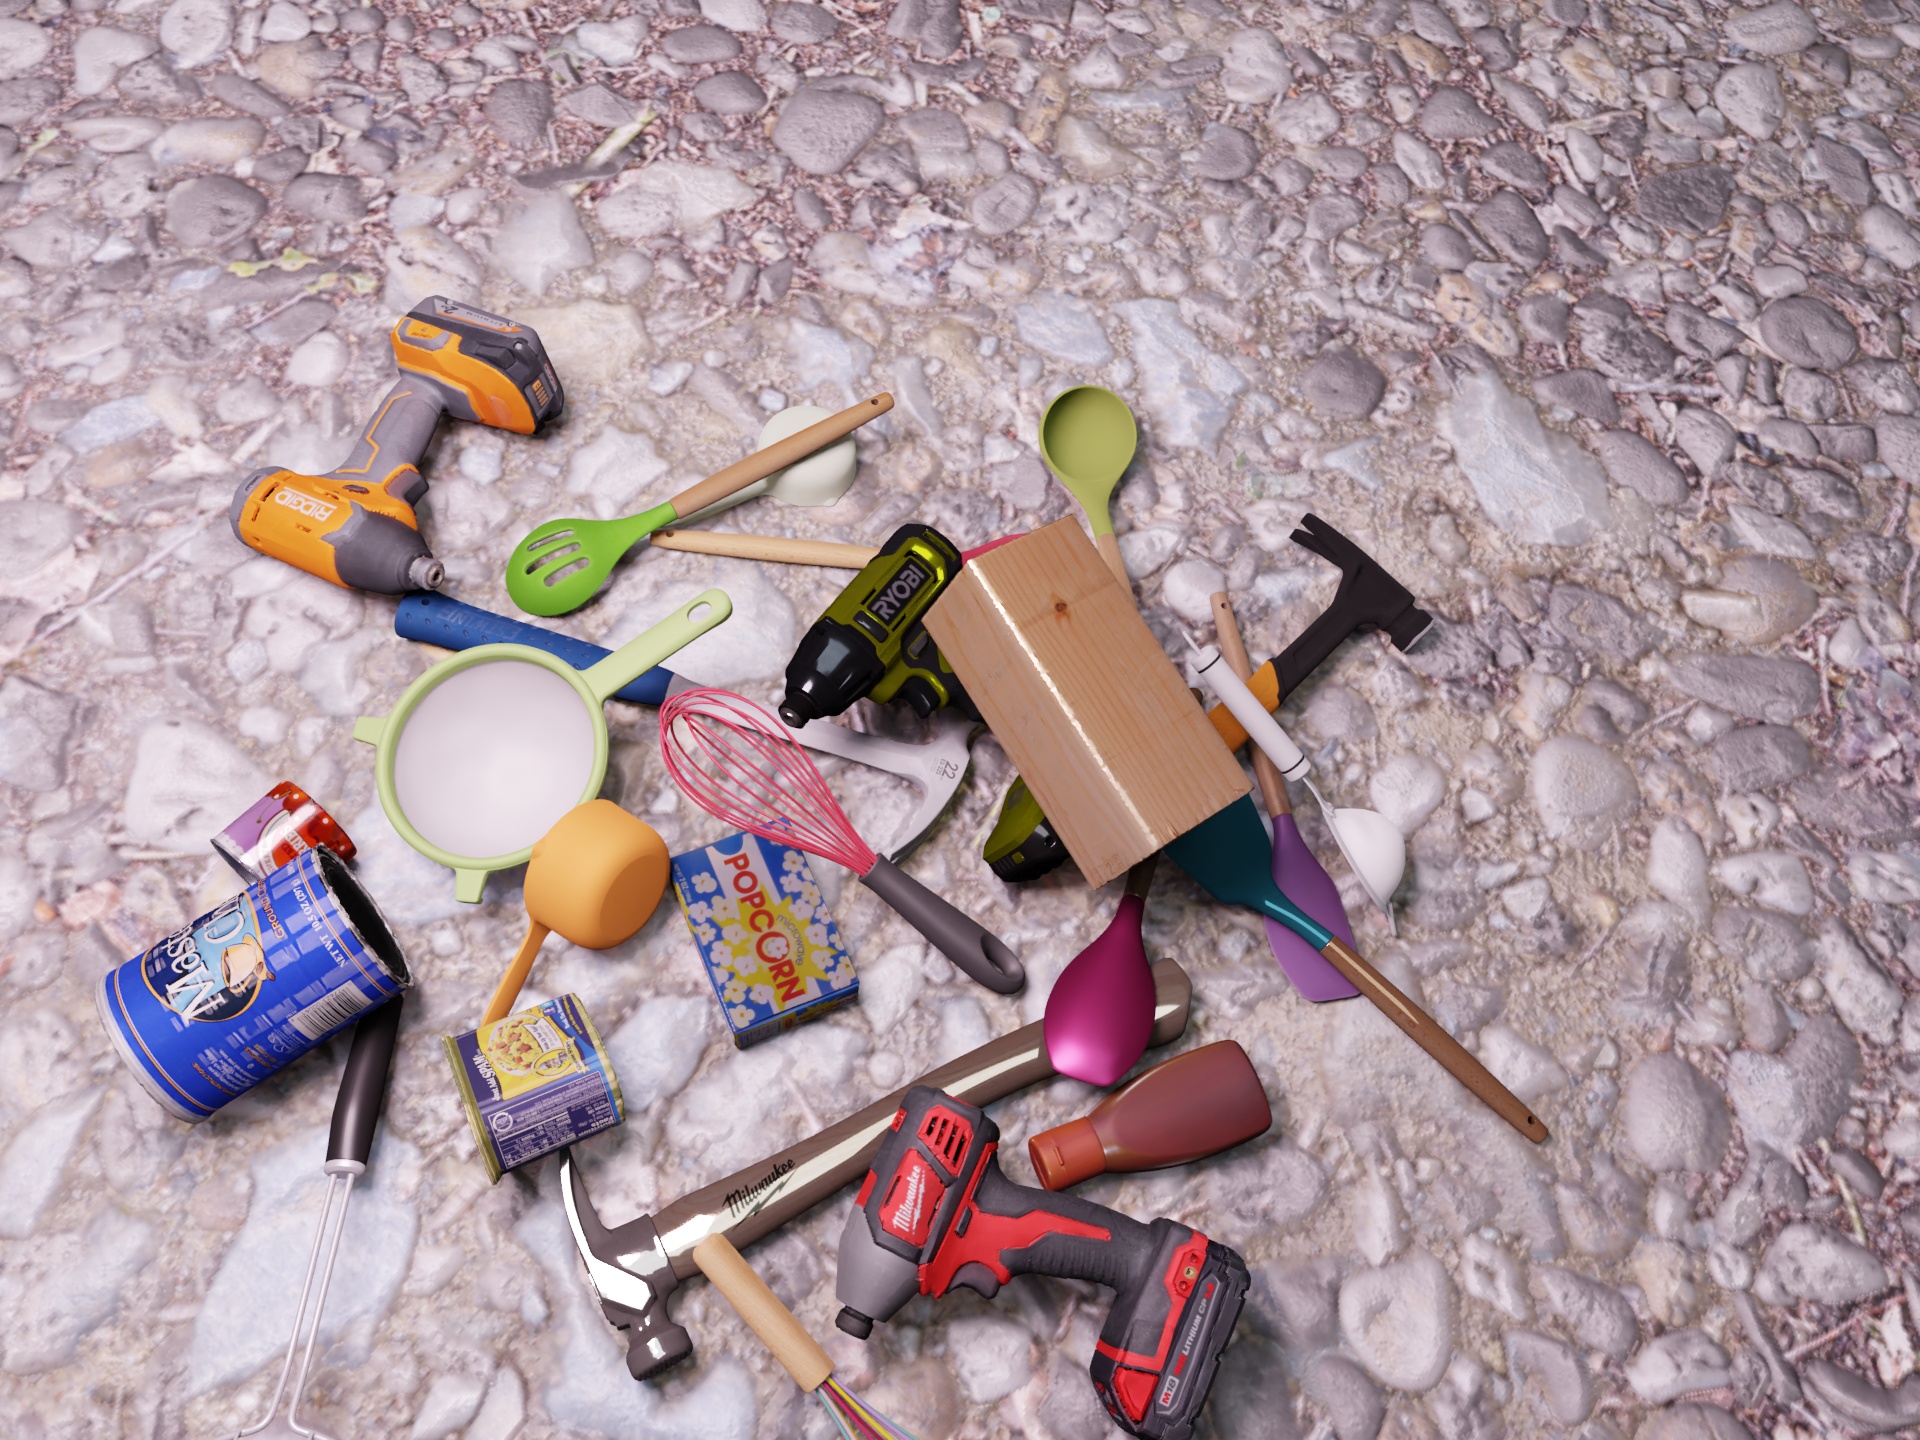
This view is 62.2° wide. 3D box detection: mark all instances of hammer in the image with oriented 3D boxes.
[{"bbox_3d":[-0.039,0.239,0.986,0.410,0.038,0.146,-23,66,-18],"label":"hammer"},{"bbox_3d":[-0.192,-0.014,1.097,0.405,0.035,0.144,17,62,2],"label":"hammer"},{"bbox_3d":[0.202,-0.019,1.127,0.127,0.034,0.337,44,59,9],"label":"hammer"}]

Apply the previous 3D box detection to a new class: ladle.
[{"bbox_3d":[-0.071,-0.120,1.174,0.315,0.031,0.069,5,58,-3],"label":"ladle"},{"bbox_3d":[0.113,-0.120,1.150,0.078,0.062,0.321,0,52,-12],"label":"ladle"}]

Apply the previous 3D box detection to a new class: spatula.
[{"bbox_3d":[0.219,0.046,1.129,0.059,0.018,0.316,-5,64,-11],"label":"spatula"},{"bbox_3d":[0.264,0.163,1.048,0.317,0.044,0.082,42,65,8],"label":"spatula"}]

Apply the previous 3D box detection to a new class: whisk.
[{"bbox_3d":[-0.074,0.082,1.017,0.295,0.073,0.073,39,63,-9],"label":"whisk"},{"bbox_3d":[-0.060,0.380,0.882,0.051,0.047,0.245,-40,84,-21],"label":"whisk"}]

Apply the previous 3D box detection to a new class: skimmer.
[{"bbox_3d":[-0.358,0.325,0.903,0.127,0.090,0.364,2,52,-3],"label":"skimmer"}]

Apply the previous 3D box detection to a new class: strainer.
[{"bbox_3d":[0.232,0.037,1.068,0.050,0.087,0.258,-39,98,17],"label":"strainer"},{"bbox_3d":[-0.254,0.000,1.046,0.256,0.069,0.151,-36,73,-9],"label":"strainer"}]

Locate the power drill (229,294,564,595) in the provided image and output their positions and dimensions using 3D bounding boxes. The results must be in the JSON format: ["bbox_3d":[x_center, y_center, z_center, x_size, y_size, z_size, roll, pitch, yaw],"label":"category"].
[{"bbox_3d":[-0.382,-0.186,1.125,0.164,0.084,0.226,22,63,20],"label":"power drill"}]

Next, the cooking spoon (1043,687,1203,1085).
[{"bbox_3d":[0.122,0.100,1.067,0.069,0.017,0.319,15,54,9],"label":"cooking spoon"}]

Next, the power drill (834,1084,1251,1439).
[{"bbox_3d":[0.039,0.318,0.908,0.219,0.078,0.143,27,73,0],"label":"power drill"}]

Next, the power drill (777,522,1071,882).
[{"bbox_3d":[-0.002,-0.003,1.053,0.223,0.080,0.171,41,58,-5],"label":"power drill"}]

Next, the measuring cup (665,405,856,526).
[{"bbox_3d":[-0.154,-0.186,1.189,0.167,0.038,0.083,-25,68,-21],"label":"measuring cup"}]

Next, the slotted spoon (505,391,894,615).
[{"bbox_3d":[-0.186,-0.166,1.154,0.314,0.031,0.070,-29,74,-11],"label":"slotted spoon"}]

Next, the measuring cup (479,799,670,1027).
[{"bbox_3d":[-0.241,0.136,0.986,0.052,0.095,0.173,23,81,24],"label":"measuring cup"}]
